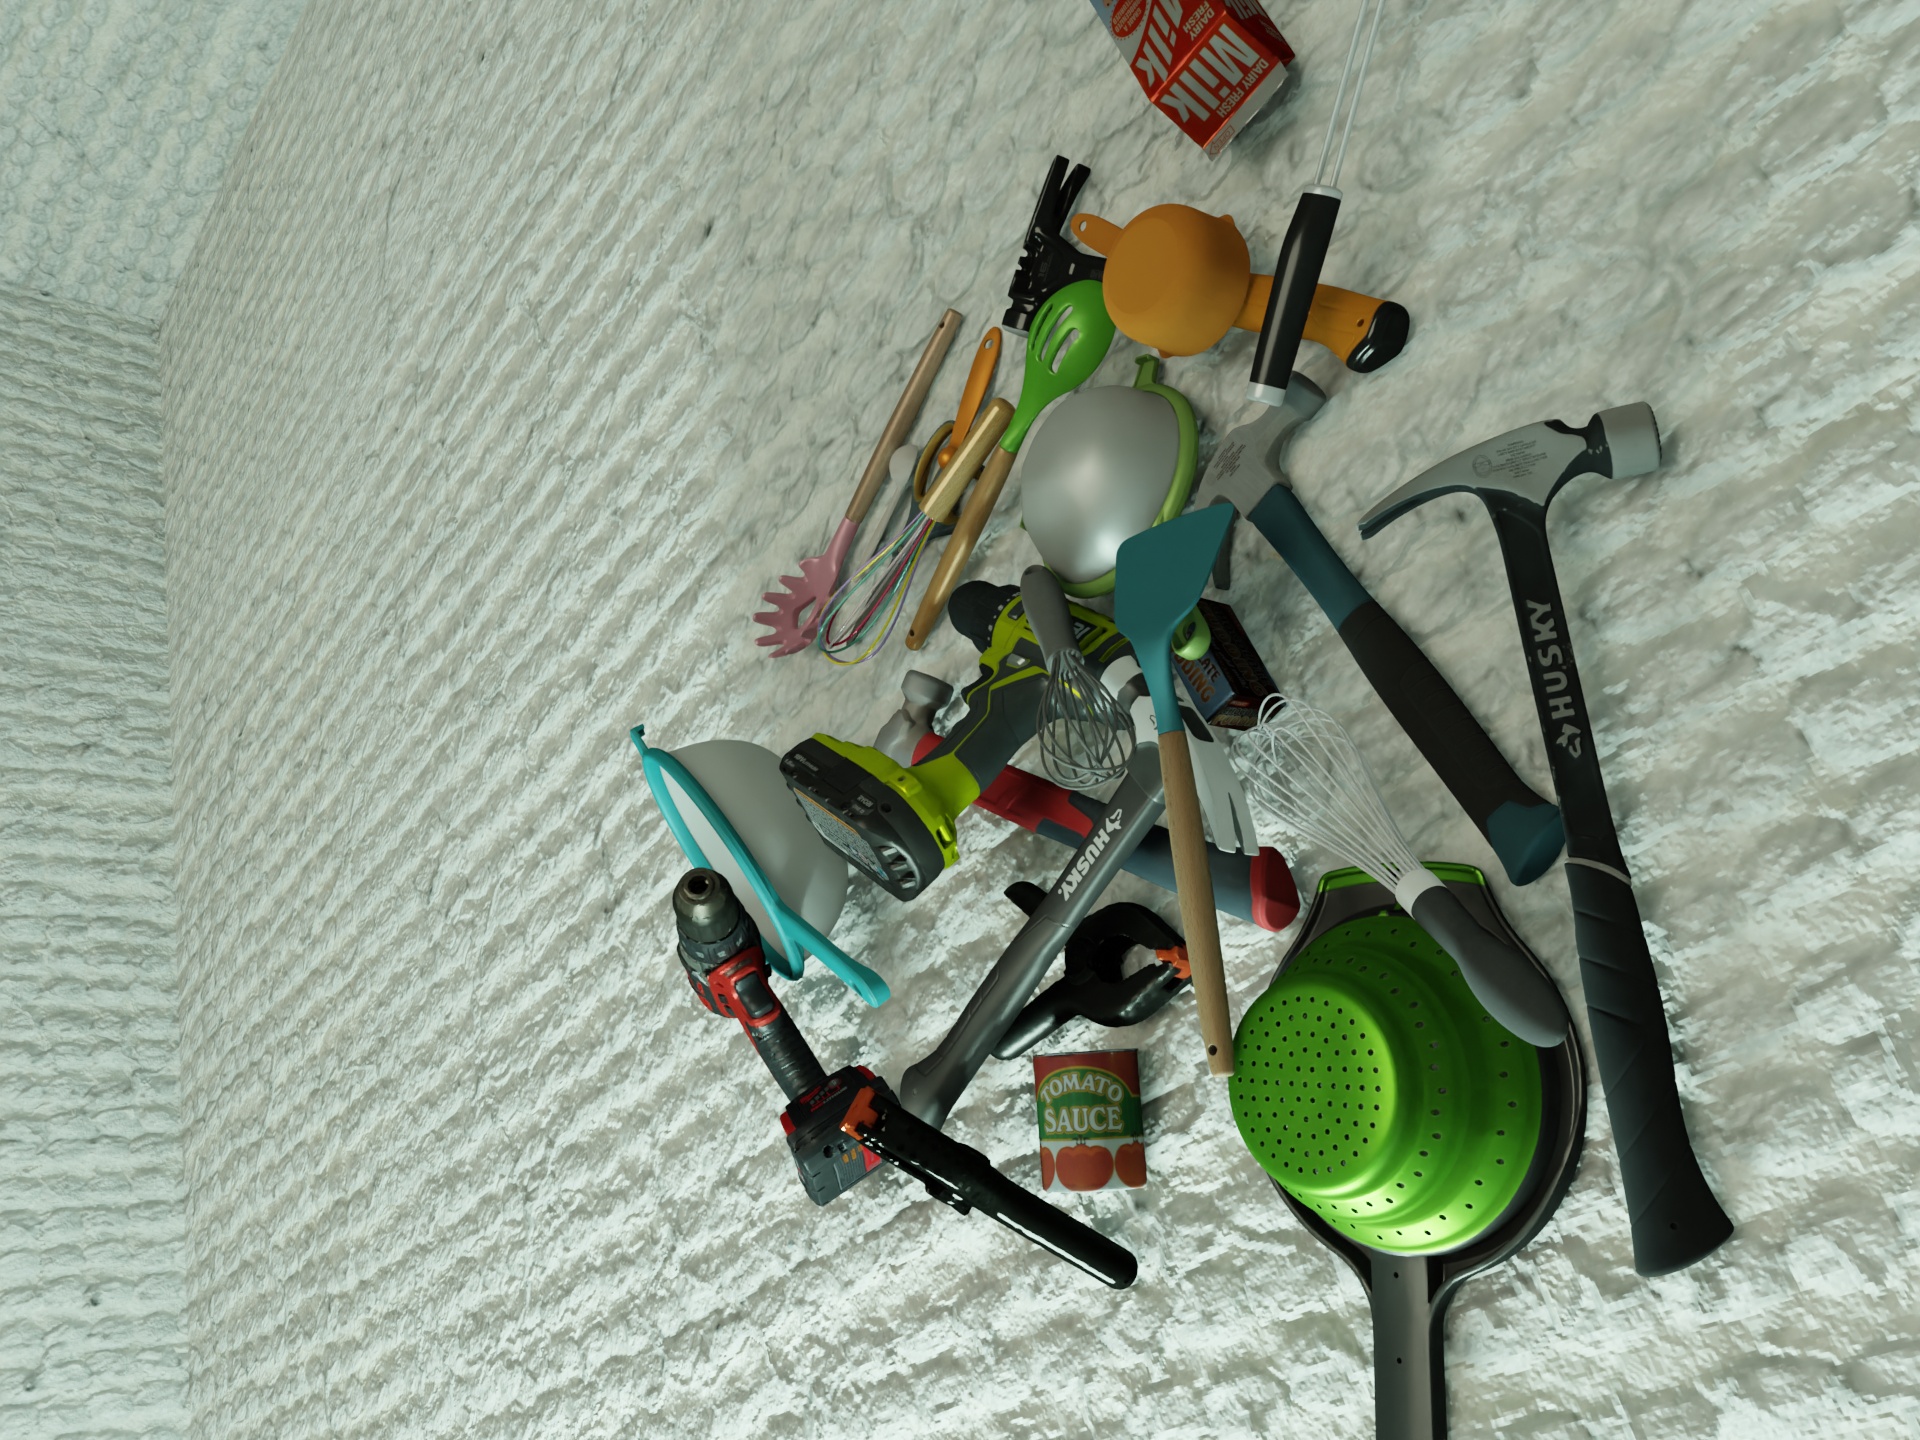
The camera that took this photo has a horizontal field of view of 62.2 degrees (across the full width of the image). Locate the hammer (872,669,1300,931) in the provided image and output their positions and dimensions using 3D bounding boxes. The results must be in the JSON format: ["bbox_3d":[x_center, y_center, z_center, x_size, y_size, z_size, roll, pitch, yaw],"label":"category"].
[{"bbox_3d":[0.059,0.075,1.045,0.387,0.038,0.143,21,90,49],"label":"hammer"}]

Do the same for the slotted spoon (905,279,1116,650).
[{"bbox_3d":[0.025,-0.172,1.134,0.070,0.031,0.313,53,130,33],"label":"slotted spoon"}]

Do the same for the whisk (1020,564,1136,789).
[{"bbox_3d":[0.060,-0.033,0.956,0.055,0.055,0.239,-57,22,25],"label":"whisk"}]

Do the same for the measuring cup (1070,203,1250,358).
[{"bbox_3d":[0.107,-0.297,1.013,0.174,0.052,0.095,44,118,41],"label":"measuring cup"}]

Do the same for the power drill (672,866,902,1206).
[{"bbox_3d":[-0.134,0.217,1.140,0.227,0.080,0.187,51,161,26],"label":"power drill"}]

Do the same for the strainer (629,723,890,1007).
[{"bbox_3d":[-0.117,0.109,1.181,0.341,0.095,0.210,29,147,52],"label":"strainer"}]

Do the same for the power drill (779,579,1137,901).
[{"bbox_3d":[-0.002,-0.003,1.046,0.228,0.080,0.191,-40,40,-18],"label":"power drill"}]

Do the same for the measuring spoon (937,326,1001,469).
[{"bbox_3d":[0.006,-0.242,1.189,0.021,0.011,0.117,16,84,37],"label":"measuring spoon"}]

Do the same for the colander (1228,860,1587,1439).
[{"bbox_3d":[0.207,0.269,0.814,0.204,0.094,0.397,-10,75,48],"label":"colander"}]

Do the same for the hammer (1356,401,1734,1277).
[{"bbox_3d":[0.297,0.054,0.766,0.149,0.036,0.409,-11,77,18],"label":"hammer"}]

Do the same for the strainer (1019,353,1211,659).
[{"bbox_3d":[0.091,-0.127,0.995,0.151,0.069,0.257,-52,32,26],"label":"strainer"}]

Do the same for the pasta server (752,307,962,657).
[{"bbox_3d":[-0.080,-0.186,1.275,0.060,0.040,0.316,44,115,34],"label":"pasta server"}]

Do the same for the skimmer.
[{"bbox_3d":[0.240,-0.357,0.911,0.127,0.090,0.363,24,105,40],"label":"skimmer"}]

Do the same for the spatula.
[{"bbox_3d":[0.127,0.033,0.872,0.082,0.044,0.318,-17,73,39],"label":"spatula"}]

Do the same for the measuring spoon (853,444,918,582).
[{"bbox_3d":[-0.065,-0.164,1.260,0.034,0.018,0.124,-96,30,-63],"label":"measuring spoon"}]

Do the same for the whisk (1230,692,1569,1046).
[{"bbox_3d":[0.220,0.070,0.819,0.070,0.070,0.285,-63,30,20],"label":"whisk"}]

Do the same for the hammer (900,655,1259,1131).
[{"bbox_3d":[0.056,0.133,0.977,0.334,0.035,0.146,-58,44,23],"label":"hammer"}]

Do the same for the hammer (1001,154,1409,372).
[{"bbox_3d":[0.152,-0.285,1.028,0.337,0.034,0.127,30,107,47],"label":"hammer"}]

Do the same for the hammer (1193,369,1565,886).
[{"bbox_3d":[0.231,-0.049,0.892,0.128,0.033,0.331,-51,49,29],"label":"hammer"}]

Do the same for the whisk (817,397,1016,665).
[{"bbox_3d":[-0.038,-0.140,1.188,0.245,0.051,0.047,-53,44,22],"label":"whisk"}]
